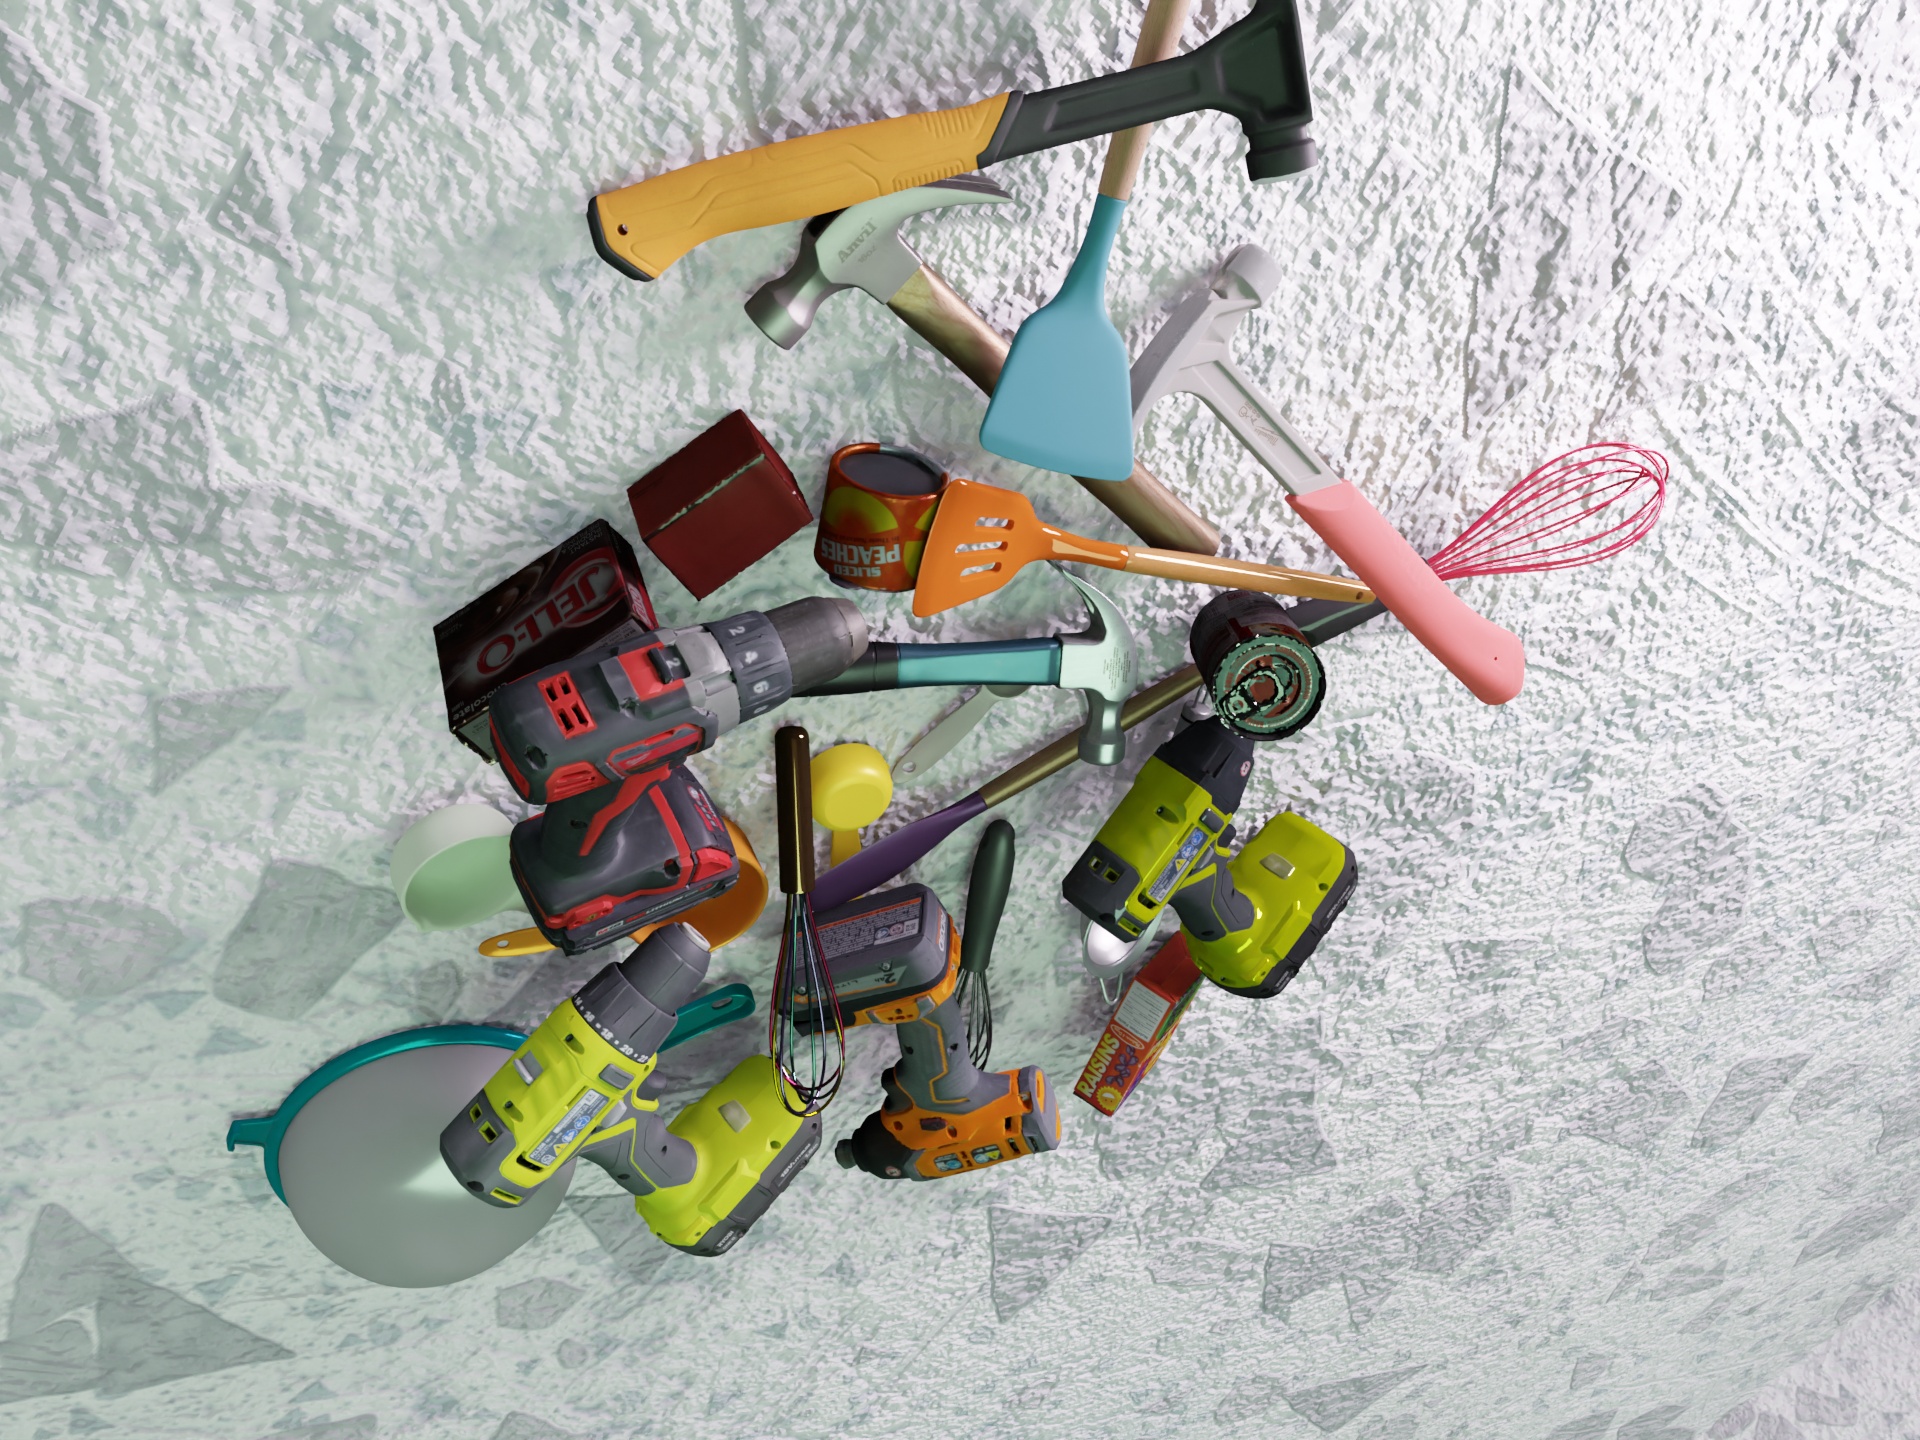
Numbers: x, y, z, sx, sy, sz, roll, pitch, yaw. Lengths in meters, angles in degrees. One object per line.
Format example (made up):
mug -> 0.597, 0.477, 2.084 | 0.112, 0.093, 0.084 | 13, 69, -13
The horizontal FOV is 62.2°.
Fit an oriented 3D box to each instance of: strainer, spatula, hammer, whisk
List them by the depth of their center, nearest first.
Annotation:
hammer -> -0.008, -0.273, 0.728 | 0.337, 0.034, 0.127 | -15, 111, 0
spatula -> 0.085, -0.276, 0.764 | 0.082, 0.044, 0.317 | 11, 113, -11
hammer -> 0.043, -0.174, 0.867 | 0.130, 0.031, 0.331 | -44, 131, 14
spatula -> 0.118, -0.087, 0.924 | 0.322, 0.041, 0.081 | 5, 117, -26
hammer -> -0.052, -0.030, 0.925 | 0.331, 0.033, 0.128 | -2, 110, -17
hammer -> 0.227, -0.107, 0.942 | 0.358, 0.037, 0.149 | 38, 87, -32
whisk -> -0.097, 0.125, 0.978 | 0.047, 0.051, 0.245 | -3, 97, -10
spatula -> 0.037, 0.040, 1.035 | 0.316, 0.018, 0.059 | -31, 152, -4
whisk -> 0.323, -0.103, 1.035 | 0.296, 0.073, 0.073 | -23, 133, 3
strainer -> -0.285, 0.278, 1.047 | 0.340, 0.095, 0.210 | -25, 133, -2
strainer -> 0.129, 0.084, 1.111 | 0.087, 0.050, 0.258 | -10, 127, -43
whisk -> 0.010, 0.168, 1.125 | 0.055, 0.055, 0.238 | -3, 123, -22

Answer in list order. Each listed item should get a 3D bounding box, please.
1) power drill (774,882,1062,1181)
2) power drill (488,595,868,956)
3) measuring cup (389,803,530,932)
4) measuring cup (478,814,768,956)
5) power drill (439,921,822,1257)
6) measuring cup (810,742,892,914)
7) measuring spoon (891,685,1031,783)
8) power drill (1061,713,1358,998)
power drill -> -0.043, 0.229, 1.088 | 0.164, 0.084, 0.226 | -18, 122, 14
power drill -> -0.148, 0.022, 0.827 | 0.188, 0.080, 0.226 | -22, 159, -26
measuring cup -> -0.268, 0.094, 0.952 | 0.083, 0.038, 0.167 | -45, 148, 9
measuring cup -> -0.206, 0.104, 0.965 | 0.173, 0.052, 0.095 | -11, 133, -17
power drill -> -0.186, 0.236, 0.998 | 0.190, 0.080, 0.228 | -47, 139, -5
measuring cup -> -0.071, 0.082, 1.026 | 0.062, 0.029, 0.156 | -12, 131, -15
measuring spoon -> -0.002, -0.003, 1.002 | 0.034, 0.018, 0.124 | 34, 115, -30
power drill -> 0.181, 0.093, 1.082 | 0.171, 0.080, 0.223 | -53, 138, 0
